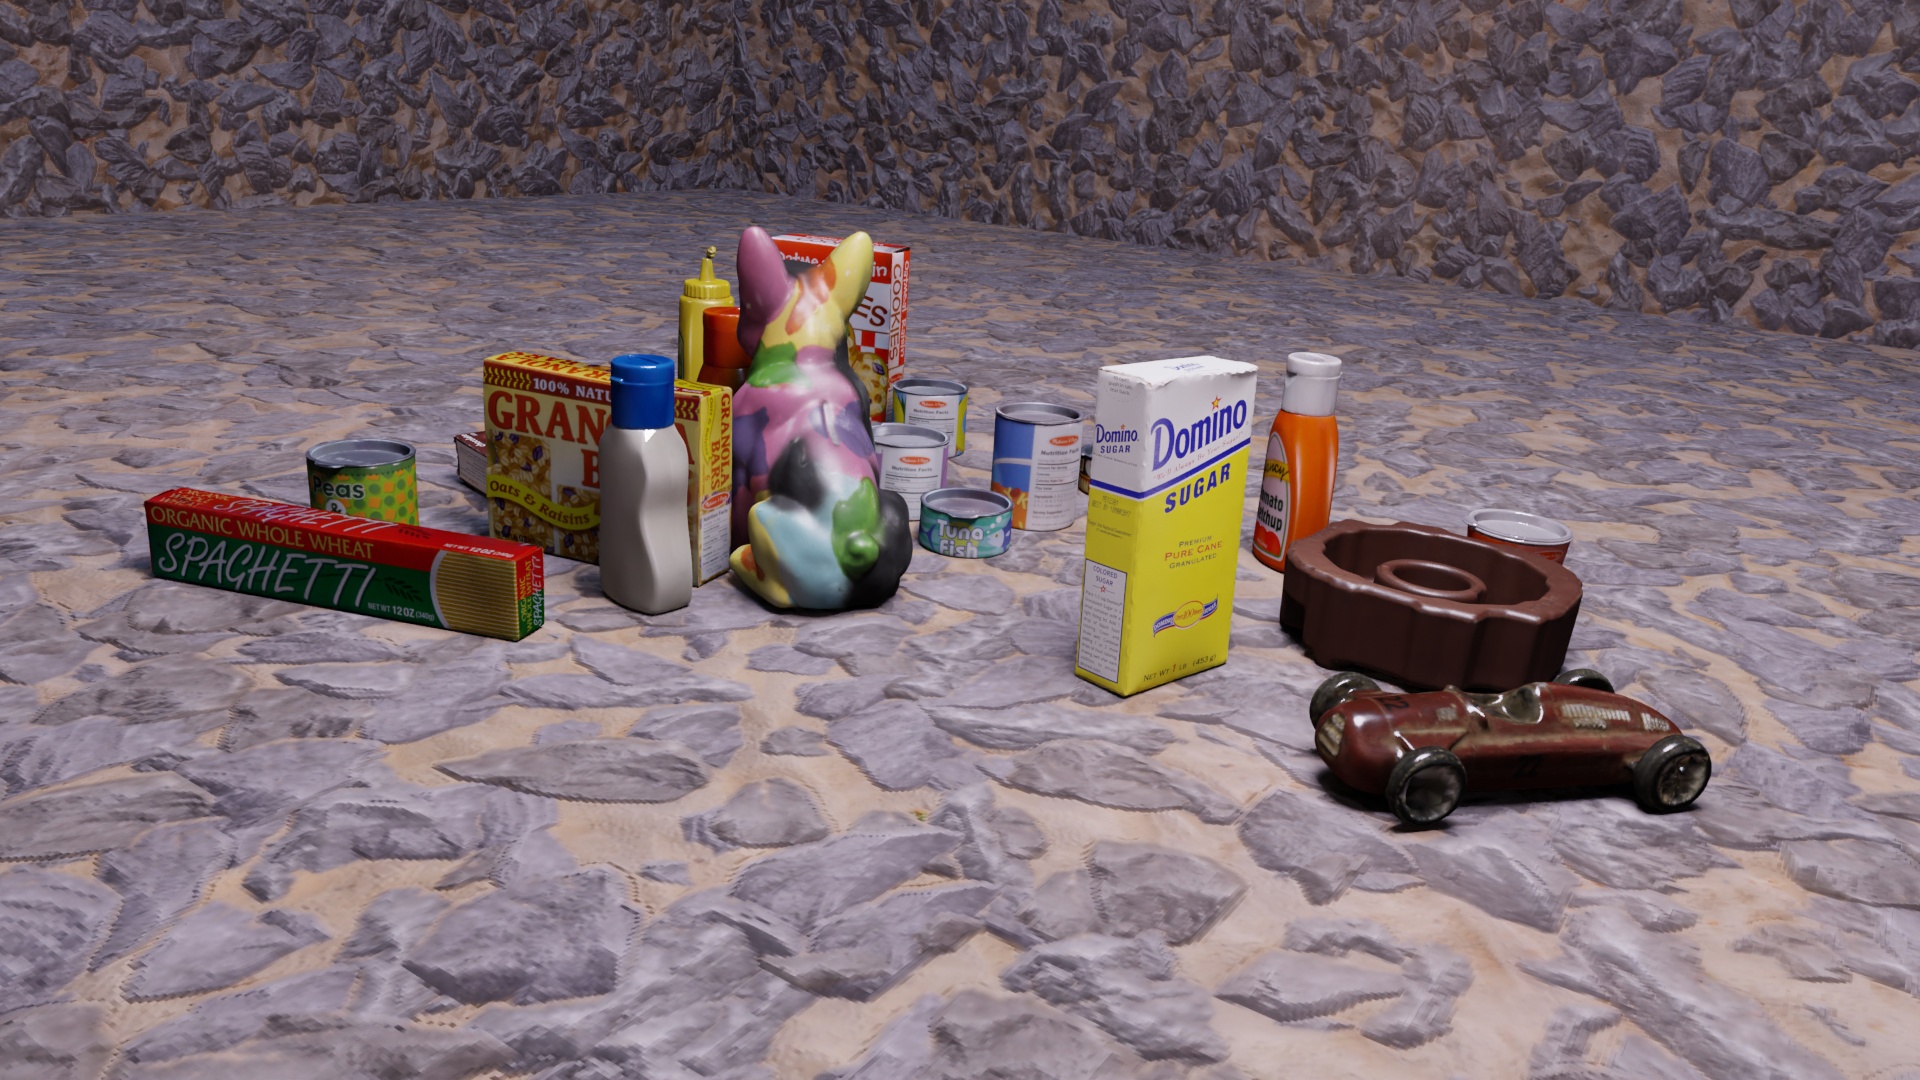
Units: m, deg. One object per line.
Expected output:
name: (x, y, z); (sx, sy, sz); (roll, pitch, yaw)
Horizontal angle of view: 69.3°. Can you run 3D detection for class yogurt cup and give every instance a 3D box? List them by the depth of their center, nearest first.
yogurt cup: (0.375, 0.014, 0.943); (0.072, 0.053, 0.072); (4, 18, -1)

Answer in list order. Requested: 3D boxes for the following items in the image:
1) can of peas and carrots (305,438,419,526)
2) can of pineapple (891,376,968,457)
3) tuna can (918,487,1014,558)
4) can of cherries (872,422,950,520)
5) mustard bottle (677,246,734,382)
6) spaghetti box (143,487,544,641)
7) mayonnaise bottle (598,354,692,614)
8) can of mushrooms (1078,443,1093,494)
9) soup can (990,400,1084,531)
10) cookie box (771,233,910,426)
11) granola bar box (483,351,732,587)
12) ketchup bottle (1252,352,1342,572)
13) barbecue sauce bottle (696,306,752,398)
can of peas and carrots: (-0.391, -0.030, 0.907); (0.071, 0.058, 0.071); (4, 18, -1)
can of pineapple: (-0.027, -0.108, 1.211); (0.071, 0.057, 0.071); (4, 18, -1)
tuna can: (0.003, -0.012, 0.975); (0.071, 0.032, 0.071); (4, 19, -1)
can of cherries: (-0.043, -0.052, 1.044); (0.071, 0.058, 0.072); (4, 18, -1)
mustard bottle: (-0.224, -0.178, 1.220); (0.049, 0.159, 0.065); (-1, 19, -16)
spaghetti box: (-0.359, 0.012, 0.802); (0.250, 0.050, 0.029); (8, 19, 13)
mayonnaise bottle: (-0.187, -0.034, 0.822); (0.065, 0.147, 0.041); (19, 24, 39)
can of mushrooms: (0.127, -0.057, 1.130); (0.071, 0.033, 0.071); (4, 19, -1)
soup can: (0.055, -0.057, 1.038); (0.071, 0.083, 0.071); (4, 18, -1)
cookie box: (-0.112, -0.188, 1.260); (0.123, 0.166, 0.040); (11, 19, 20)
granola bar box: (-0.228, -0.048, 0.890); (0.165, 0.123, 0.039); (11, 19, 20)
ketchup bottle: (0.237, -0.055, 0.969); (0.043, 0.148, 0.065); (0, 19, -13)
barbecue sauce bottle: (-0.166, -0.091, 0.992); (0.044, 0.148, 0.065); (14, 21, 29)
